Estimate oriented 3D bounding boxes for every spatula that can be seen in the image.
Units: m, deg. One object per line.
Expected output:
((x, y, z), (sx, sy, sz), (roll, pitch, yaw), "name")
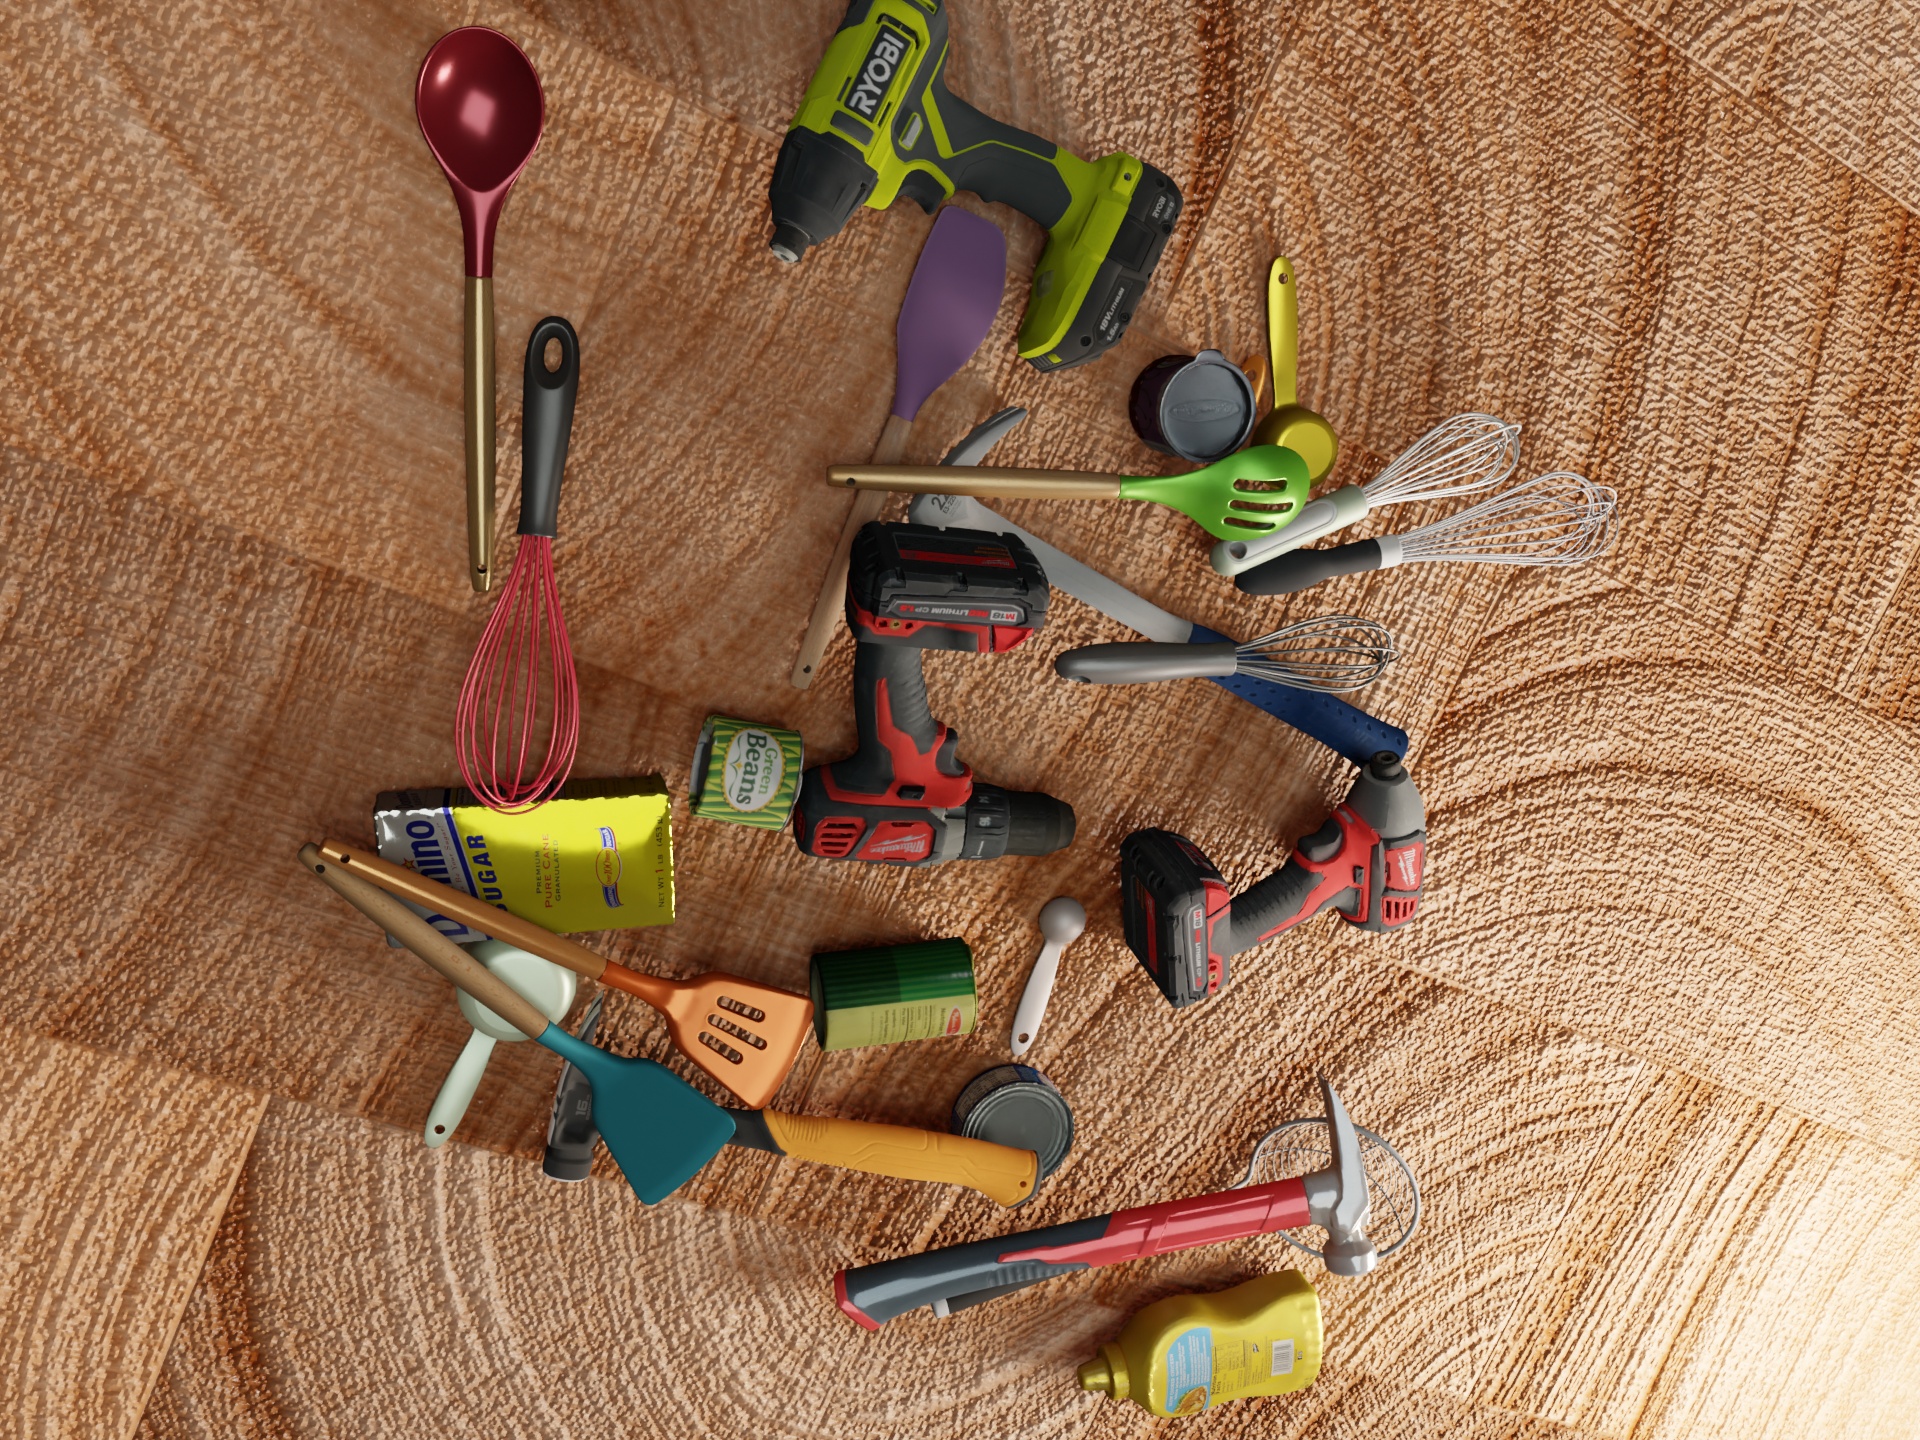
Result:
((-0.277, 0.180, 0.977), (0.082, 0.044, 0.317), (-43, 113, 7), "spatula")
((-0.240, 0.146, 0.979), (0.322, 0.041, 0.081), (30, 84, -27), "spatula")
((-0.044, -0.166, 1.006), (0.059, 0.018, 0.316), (20, 98, -21), "spatula")

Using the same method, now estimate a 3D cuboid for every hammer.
((0.098, 0.358, 1.139), (0.386, 0.038, 0.143), (-11, 93, -2), "hammer")
((0.146, -0.065, 1.080), (0.405, 0.035, 0.144), (27, 96, -21), "hammer")
((-0.104, 0.275, 1.080), (0.336, 0.034, 0.127), (13, 101, -12), "hammer")

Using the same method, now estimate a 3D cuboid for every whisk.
((0.326, -0.125, 1.109), (0.284, 0.070, 0.070), (-11, 108, -8), "whisk")
((-0.253, -0.090, 0.939), (0.073, 0.073, 0.296), (5, 94, -18), "whisk")
((0.276, -0.152, 1.076), (0.246, 0.059, 0.058), (-24, 79, -13), "whisk")
((0.178, -0.041, 1.053), (0.239, 0.055, 0.055), (-3, 106, -12), "whisk")

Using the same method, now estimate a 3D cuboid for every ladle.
((-0.276, -0.229, 0.917), (0.069, 0.031, 0.315), (1, 106, -14), "ladle")

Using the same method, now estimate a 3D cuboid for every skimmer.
((0.157, 0.388, 1.178), (0.363, 0.090, 0.127), (-15, 107, -12), "skimmer")

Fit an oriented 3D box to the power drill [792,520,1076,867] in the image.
((-0.002, -0.003, 1.010), (0.188, 0.080, 0.226), (4, 120, -14), "power drill")

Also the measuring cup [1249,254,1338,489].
((0.222, -0.229, 1.059), (0.062, 0.029, 0.156), (-11, 109, -13), "measuring cup")

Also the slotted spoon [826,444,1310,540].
((0.073, -0.145, 0.995), (0.313, 0.031, 0.070), (1, 127, -10), "slotted spoon")

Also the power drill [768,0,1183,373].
((0.004, -0.307, 0.942), (0.223, 0.080, 0.171), (26, 86, -19), "power drill")

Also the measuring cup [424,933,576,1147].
((-0.305, 0.208, 1.021), (0.083, 0.038, 0.167), (26, 94, -21), "measuring cup")

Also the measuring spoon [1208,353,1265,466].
((0.178, -0.188, 1.062), (0.021, 0.011, 0.117), (24, 102, 24), "measuring spoon")

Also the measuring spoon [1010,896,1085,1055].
((0.061, 0.185, 1.133), (0.034, 0.018, 0.124), (14, 101, -19), "measuring spoon")

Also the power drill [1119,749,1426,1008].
((0.227, 0.106, 1.118), (0.219, 0.079, 0.143), (-17, 125, -15), "power drill")
